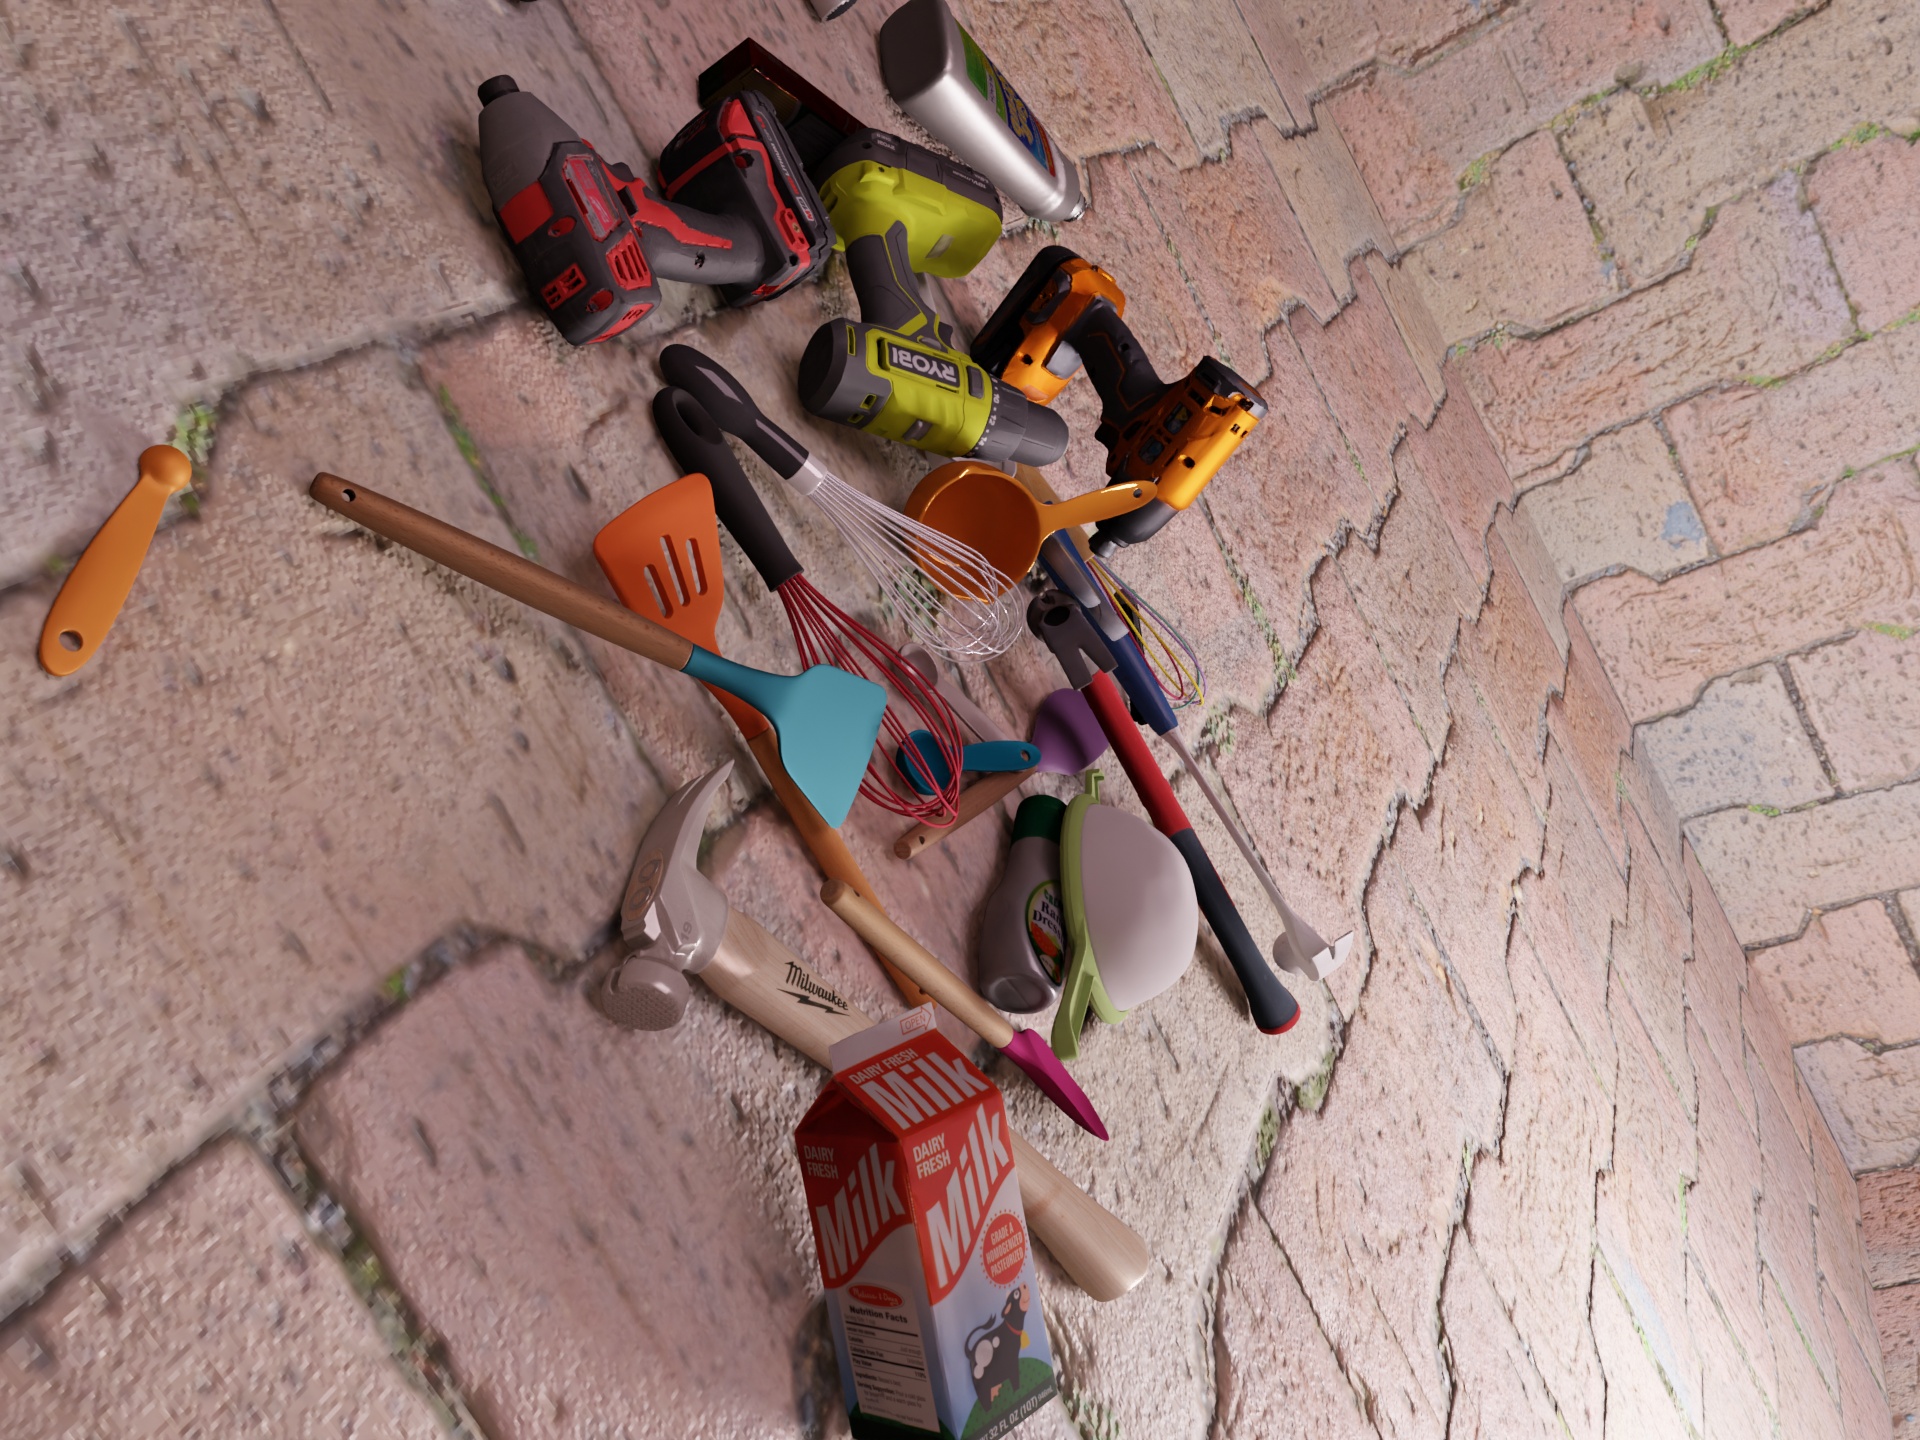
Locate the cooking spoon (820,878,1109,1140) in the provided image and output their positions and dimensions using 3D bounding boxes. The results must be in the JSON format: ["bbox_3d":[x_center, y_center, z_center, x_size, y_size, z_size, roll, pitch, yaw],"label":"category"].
[{"bbox_3d":[0.011,0.164,0.877,0.318,0.017,0.069,49,7,-46],"label":"cooking spoon"}]

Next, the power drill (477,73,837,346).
[{"bbox_3d":[-0.177,-0.298,0.908,0.220,0.078,0.143,-35,99,-56],"label":"power drill"}]

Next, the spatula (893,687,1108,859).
[{"bbox_3d":[0.033,0.034,1.055,0.316,0.018,0.060,-31,97,-60],"label":"spatula"}]

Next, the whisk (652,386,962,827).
[{"bbox_3d":[-0.088,-0.063,0.905,0.296,0.073,0.073,56,32,-3],"label":"whisk"}]

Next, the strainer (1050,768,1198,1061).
[{"bbox_3d":[0.105,0.135,0.981,0.256,0.069,0.151,-57,135,-68],"label":"strainer"}]

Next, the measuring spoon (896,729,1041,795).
[{"bbox_3d":[0.004,0.027,0.998,0.128,0.021,0.042,-2,68,-48],"label":"measuring spoon"}]

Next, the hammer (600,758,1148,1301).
[{"bbox_3d":[-0.022,0.191,0.851,0.410,0.038,0.146,45,35,-31],"label":"hammer"}]

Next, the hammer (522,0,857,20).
[{"bbox_3d":[-0.196,-0.529,1.070,0.149,0.036,0.409,57,33,-13],"label":"hammer"}]

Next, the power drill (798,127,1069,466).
[{"bbox_3d":[-0.018,-0.279,1.092,0.190,0.080,0.229,12,57,-30],"label":"power drill"}]

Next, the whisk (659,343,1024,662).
[{"bbox_3d":[-0.071,-0.128,0.966,0.284,0.070,0.070,39,40,-24],"label":"whisk"}]

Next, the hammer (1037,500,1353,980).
[{"bbox_3d":[0.162,0.015,1.173,0.405,0.035,0.144,58,-5,3],"label":"hammer"}]

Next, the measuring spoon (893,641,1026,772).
[{"bbox_3d":[-0.002,-0.003,1.020,0.124,0.018,0.034,43,39,-26],"label":"measuring spoon"}]

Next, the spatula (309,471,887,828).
[{"bbox_3d":[-0.161,-0.039,0.768,0.317,0.044,0.082,27,75,-30],"label":"spatula"}]

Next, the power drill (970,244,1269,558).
[{"bbox_3d":[0.106,-0.237,1.198,0.084,0.164,0.227,15,29,-52],"label":"power drill"}]

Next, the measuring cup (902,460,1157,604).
[{"bbox_3d":[0.044,-0.140,1.064,0.052,0.173,0.095,-134,-149,-61],"label":"measuring cup"}]

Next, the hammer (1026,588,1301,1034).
[{"bbox_3d":[0.159,0.087,1.134,0.386,0.038,0.143,59,3,-23],"label":"hammer"}]

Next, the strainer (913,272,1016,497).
[{"bbox_3d":[-0.016,-0.254,1.154,0.086,0.050,0.259,11,55,-40],"label":"strainer"}]

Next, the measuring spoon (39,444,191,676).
[{"bbox_3d":[-0.315,-0.063,0.597,0.021,0.011,0.117,40,40,-36],"label":"measuring spoon"}]

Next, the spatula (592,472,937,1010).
[{"bbox_3d":[-0.091,0.026,0.849,0.081,0.041,0.322,-41,107,-37],"label":"spatula"}]

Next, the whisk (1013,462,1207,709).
[{"bbox_3d":[0.110,-0.106,1.231,0.245,0.051,0.047,52,21,-4],"label":"whisk"}]
